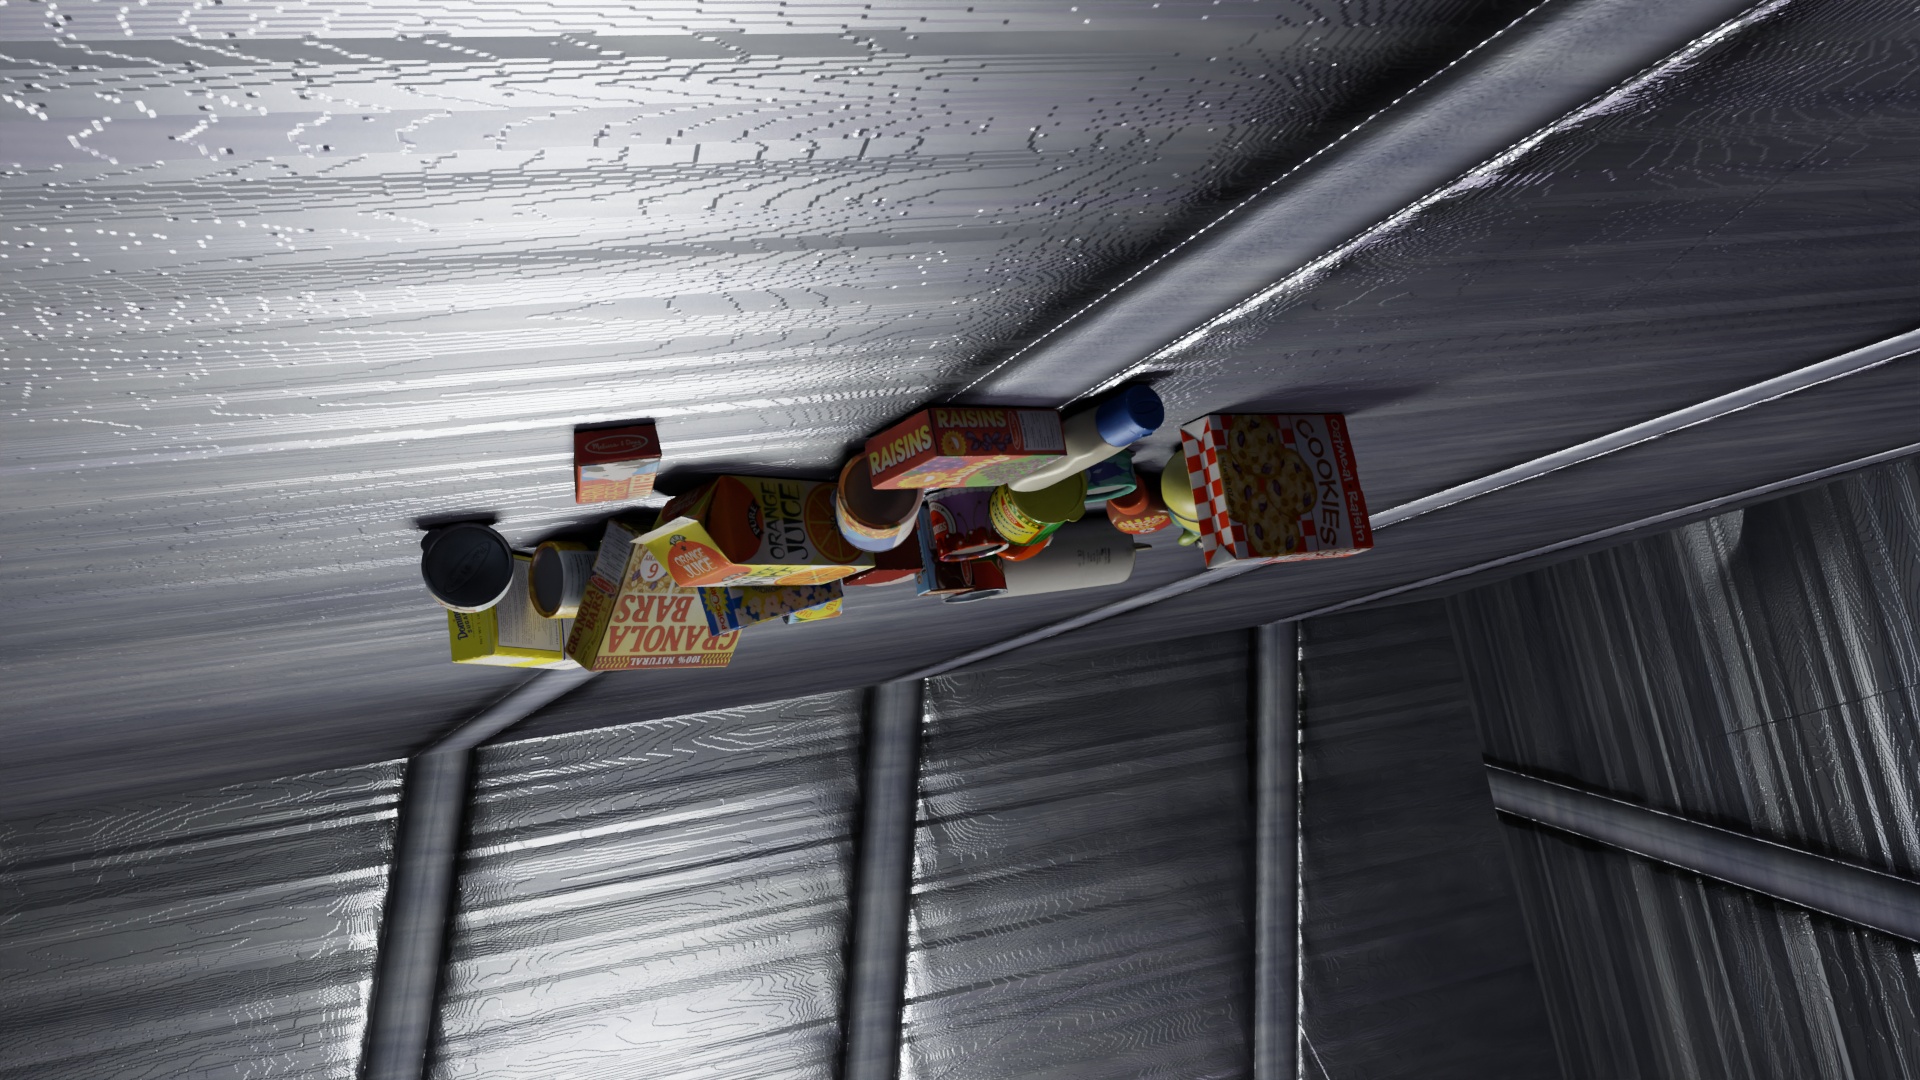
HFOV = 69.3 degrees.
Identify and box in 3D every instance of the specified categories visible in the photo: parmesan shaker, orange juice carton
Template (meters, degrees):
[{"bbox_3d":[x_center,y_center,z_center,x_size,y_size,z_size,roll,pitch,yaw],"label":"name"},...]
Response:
[{"bbox_3d":[0.065,-0.034,1.182,0.071,0.071,0.103,-8,170,-11],"label":"parmesan shaker"},{"bbox_3d":[-0.164,-0.006,1.103,0.071,0.073,0.193,-19,166,40],"label":"orange juice carton"}]

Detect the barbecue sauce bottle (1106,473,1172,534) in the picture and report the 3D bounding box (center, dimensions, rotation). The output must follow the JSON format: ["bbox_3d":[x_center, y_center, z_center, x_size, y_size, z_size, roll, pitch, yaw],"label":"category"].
[{"bbox_3d":[0.171,-0.038,1.353,0.065,0.044,0.148,-12,170,13],"label":"barbecue sauce bottle"}]

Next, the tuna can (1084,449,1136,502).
[{"bbox_3d":[0.124,-0.057,1.227,0.071,0.033,0.071,-9,170,-2],"label":"tuna can"}]

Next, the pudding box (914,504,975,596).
[{"bbox_3d":[-0.020,0.008,1.298,0.050,0.084,0.030,-4,168,-31],"label":"pudding box"}]

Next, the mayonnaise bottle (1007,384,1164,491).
[{"bbox_3d":[0.094,-0.077,1.058,0.065,0.041,0.147,-16,174,-36],"label":"mayonnaise bottle"}]

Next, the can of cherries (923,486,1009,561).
[{"bbox_3d":[0.005,-0.016,1.261,0.071,0.058,0.071,-10,170,-2],"label":"can of cherries"}]

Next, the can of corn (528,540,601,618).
[{"bbox_3d":[-0.326,0.033,1.178,0.058,0.071,0.071,1,165,-45],"label":"can of corn"}]

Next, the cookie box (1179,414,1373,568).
[{"bbox_3d":[0.273,-0.044,1.186,0.168,0.123,0.040,-3,168,-33],"label":"cookie box"}]

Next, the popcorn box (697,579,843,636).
[{"bbox_3d":[-0.164,0.024,1.177,0.038,0.085,0.127,-18,178,40],"label":"popcorn box"}]

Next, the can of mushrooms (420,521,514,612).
[{"bbox_3d":[-0.377,0.020,1.059,0.071,0.071,0.033,-7,170,-19],"label":"can of mushrooms"}]

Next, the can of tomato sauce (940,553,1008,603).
[{"bbox_3d":[0.009,0.015,1.367,0.071,0.083,0.071,-10,170,-2],"label":"can of tomato sauce"}]

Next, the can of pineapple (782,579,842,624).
[{"bbox_3d":[-0.158,0.052,1.448,0.058,0.071,0.071,-8,170,-17],"label":"can of pineapple"}]

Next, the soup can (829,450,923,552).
[{"bbox_3d":[-0.067,-0.032,1.083,0.071,0.071,0.083,-9,169,-8],"label":"soup can"}]

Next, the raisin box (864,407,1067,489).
[{"bbox_3d":[0.004,-0.068,1.024,0.124,0.040,0.086,-4,169,-38],"label":"raisin box"}]

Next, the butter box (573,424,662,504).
[{"bbox_3d":[-0.231,-0.050,0.929,0.053,0.024,0.103,-8,170,-18],"label":"butter box"}]

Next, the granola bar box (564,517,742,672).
[{"bbox_3d":[-0.246,0.048,1.190,0.039,0.124,0.166,28,-168,31],"label":"granola bar box"}]

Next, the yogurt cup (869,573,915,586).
[{"bbox_3d":[-0.072,0.013,1.359,0.072,0.054,0.072,-11,169,-2],"label":"yogurt cup"}]

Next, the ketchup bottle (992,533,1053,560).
[{"bbox_3d":[0.065,-0.010,1.361,0.043,0.064,0.149,30,-177,11],"label":"ketchup bottle"}]
